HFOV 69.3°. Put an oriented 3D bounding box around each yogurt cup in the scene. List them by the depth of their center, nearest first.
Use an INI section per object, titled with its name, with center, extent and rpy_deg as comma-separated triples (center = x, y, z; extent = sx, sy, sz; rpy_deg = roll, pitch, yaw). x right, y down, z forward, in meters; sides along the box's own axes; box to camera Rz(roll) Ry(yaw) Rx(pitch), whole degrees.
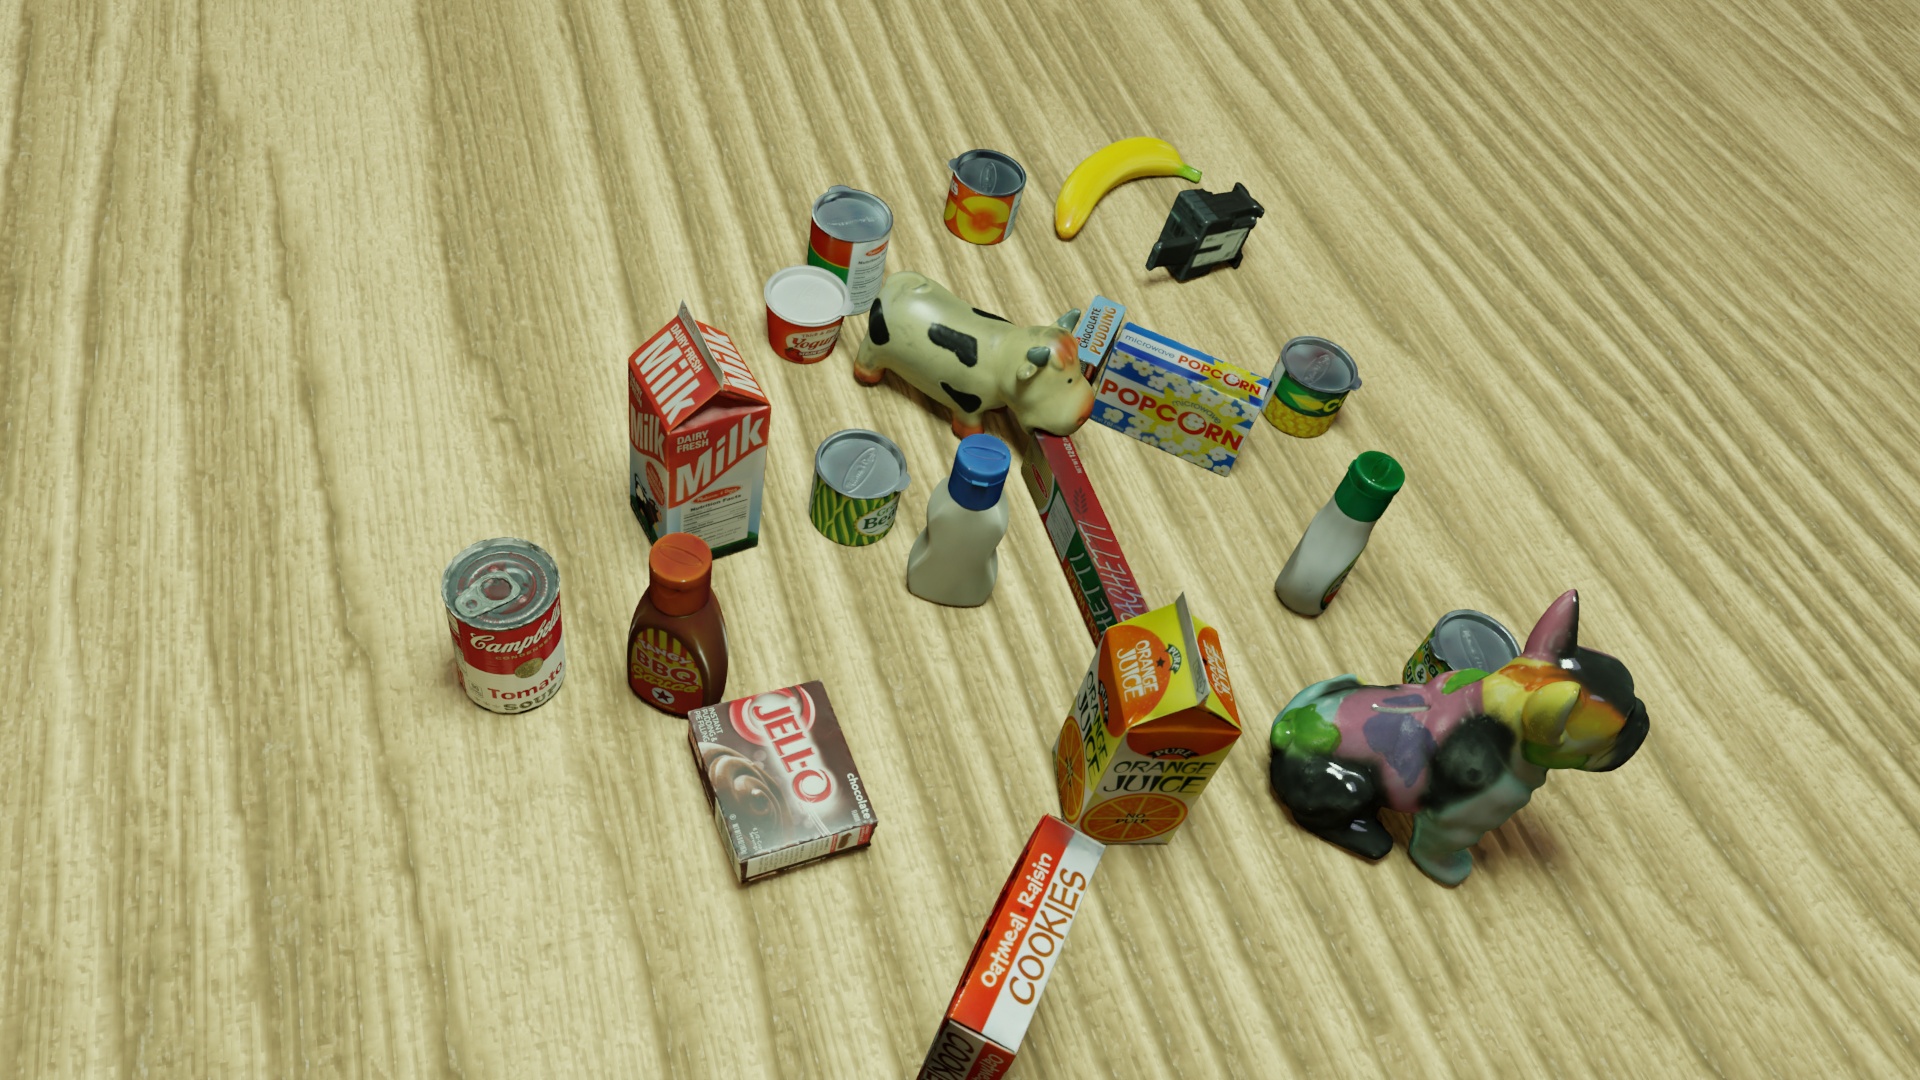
[yogurt cup]
center = -0.125, -0.180, 1.119
extent = 0.072, 0.053, 0.073
rpy_deg = 6, 51, -8

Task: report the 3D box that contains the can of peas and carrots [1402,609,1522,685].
[can of peas and carrots]
center = 0.362, 0.093, 1.010
extent = 0.071, 0.058, 0.071
rpy_deg = 6, 51, -8

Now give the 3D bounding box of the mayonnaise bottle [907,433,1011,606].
[mayonnaise bottle]
center = 0.003, -0.012, 0.954
extent = 0.065, 0.147, 0.041
rpy_deg = 11, 51, -5

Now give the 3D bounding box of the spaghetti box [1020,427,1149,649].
[spaghetti box]
center = 0.100, 0.025, 1.010
extent = 0.029, 0.049, 0.251
rpy_deg = -8, 55, -19

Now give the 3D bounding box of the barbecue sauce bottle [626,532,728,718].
[barbecue sauce bottle]
center = -0.175, 0.053, 0.862
extent = 0.065, 0.147, 0.044
rpy_deg = 22, 51, 5

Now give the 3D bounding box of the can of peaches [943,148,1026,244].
[can of peaches]
center = 0.019, -0.310, 1.252
extent = 0.071, 0.057, 0.071
rpy_deg = 6, 51, -8

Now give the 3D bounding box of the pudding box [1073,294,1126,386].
[pudding box]
center = 0.108, -0.160, 1.159
extent = 0.030, 0.049, 0.084
rpy_deg = 24, 51, 6

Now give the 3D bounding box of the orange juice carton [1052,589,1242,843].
[orange juice carton]
center = 0.115, 0.113, 0.852
extent = 0.073, 0.191, 0.072
rpy_deg = 2, 52, -11

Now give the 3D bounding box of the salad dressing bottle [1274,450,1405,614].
[salad dressing bottle]
center = 0.276, -0.005, 1.011
extent = 0.044, 0.146, 0.064
rpy_deg = 34, 53, 14

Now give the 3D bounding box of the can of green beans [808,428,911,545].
[can of green beans]
center = -0.076, -0.038, 1.015
extent = 0.071, 0.057, 0.071
rpy_deg = 6, 51, -8

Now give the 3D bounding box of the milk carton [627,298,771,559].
[milk carton]
center = -0.176, -0.069, 0.932
extent = 0.074, 0.189, 0.072
rpy_deg = -19, 59, -25

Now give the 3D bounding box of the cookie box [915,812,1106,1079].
[cookie box]
center = 0.020, 0.239, 0.747
extent = 0.040, 0.166, 0.123
rpy_deg = 25, 51, 7

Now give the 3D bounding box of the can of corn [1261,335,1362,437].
[can of corn]
center = 0.295, -0.128, 1.170
extent = 0.071, 0.058, 0.071
rpy_deg = 6, 51, -8

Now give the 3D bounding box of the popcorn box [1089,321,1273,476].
[popcorn box]
center = 0.174, -0.113, 1.114
extent = 0.127, 0.084, 0.038
rpy_deg = 24, 51, 6

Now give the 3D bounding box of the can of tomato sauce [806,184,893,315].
[can of tomato sauce]
center = -0.095, -0.240, 1.155
extent = 0.071, 0.082, 0.071
rpy_deg = 6, 51, -8
